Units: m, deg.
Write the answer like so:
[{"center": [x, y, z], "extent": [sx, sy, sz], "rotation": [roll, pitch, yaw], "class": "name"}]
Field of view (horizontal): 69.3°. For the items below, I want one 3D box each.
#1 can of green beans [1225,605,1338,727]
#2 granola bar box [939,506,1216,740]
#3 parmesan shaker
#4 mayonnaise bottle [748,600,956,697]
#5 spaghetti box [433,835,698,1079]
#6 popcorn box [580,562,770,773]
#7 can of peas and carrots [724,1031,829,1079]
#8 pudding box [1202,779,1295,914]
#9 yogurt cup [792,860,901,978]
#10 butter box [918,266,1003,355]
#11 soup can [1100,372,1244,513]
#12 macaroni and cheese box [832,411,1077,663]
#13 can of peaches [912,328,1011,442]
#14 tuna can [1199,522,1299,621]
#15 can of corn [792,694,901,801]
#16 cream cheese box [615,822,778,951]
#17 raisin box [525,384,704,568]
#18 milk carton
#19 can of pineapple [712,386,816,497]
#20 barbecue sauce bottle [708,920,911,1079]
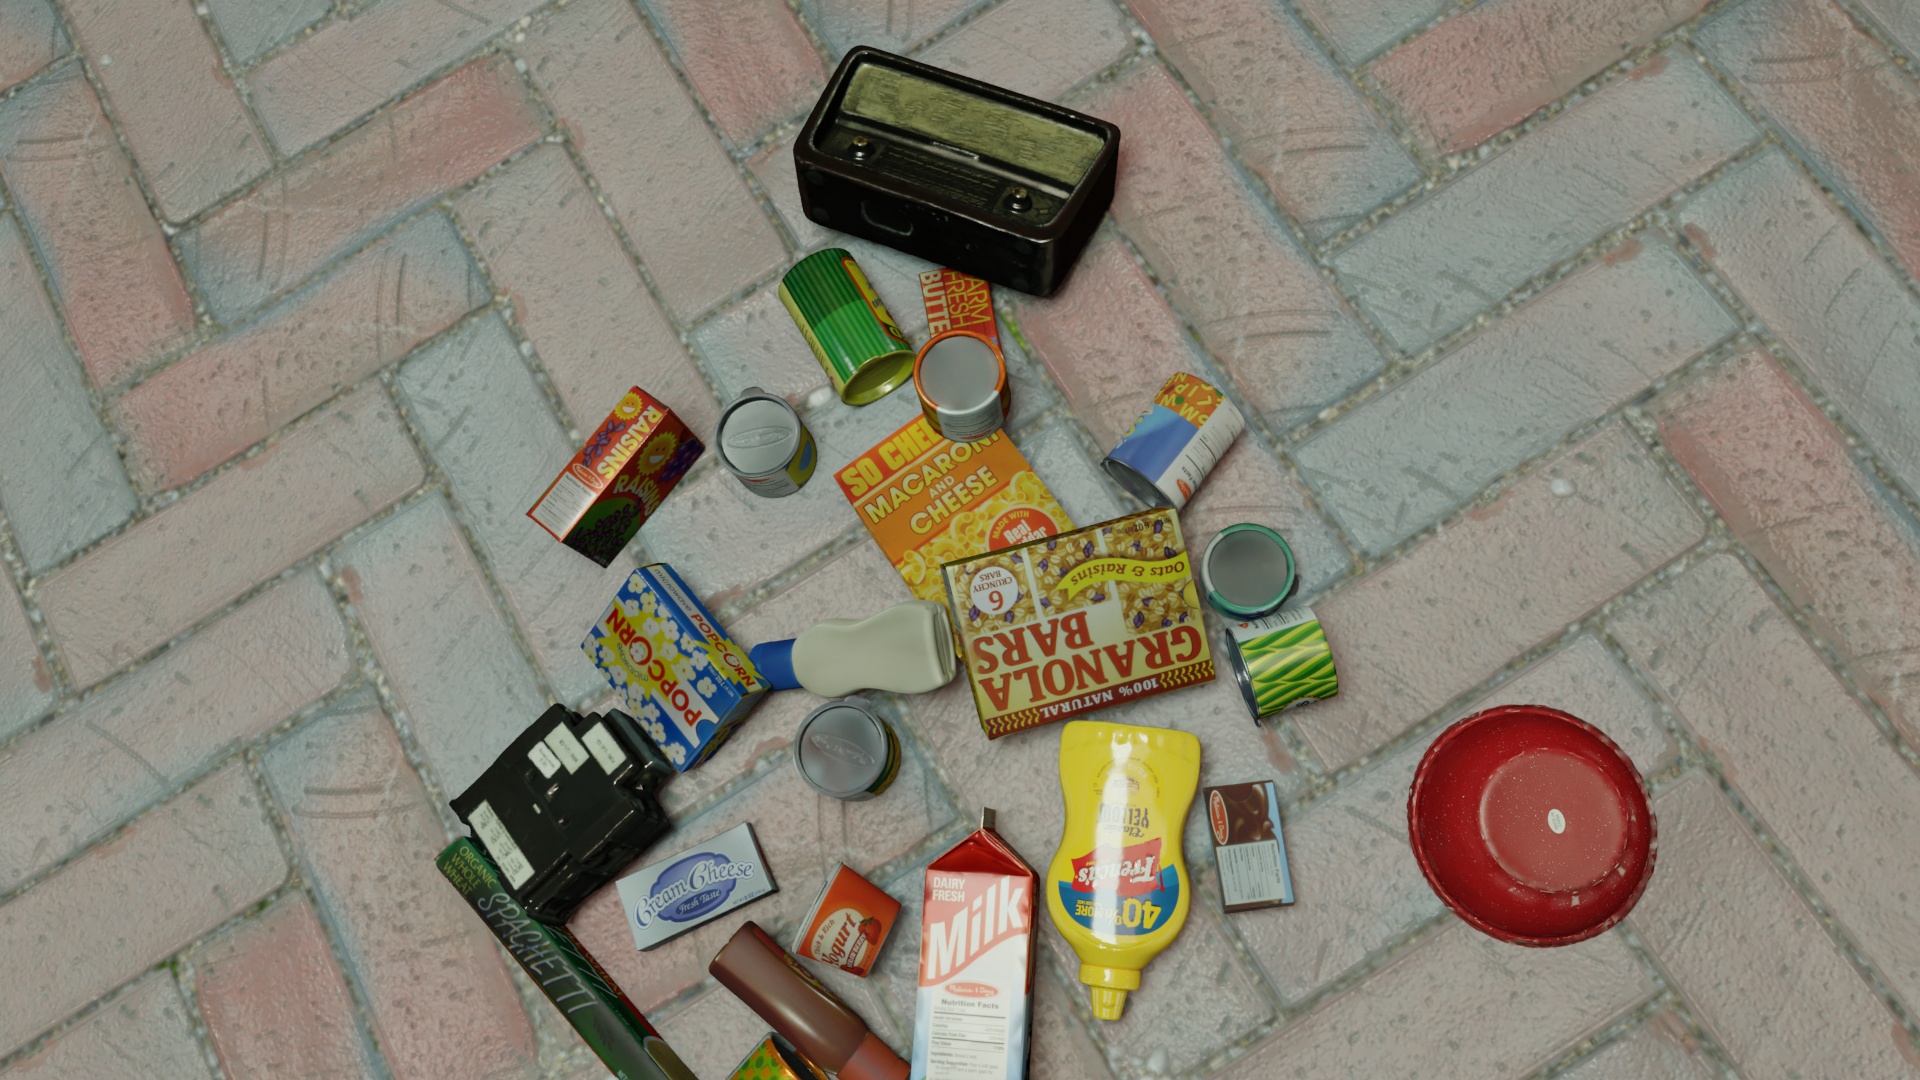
[{"center": [0.220, 0.083, 0.951], "extent": [0.058, 0.071, 0.071], "rotation": [-17, 74, 2], "class": "can of green beans"}, {"center": [0.081, 0.056, 0.959], "extent": [0.166, 0.039, 0.124], "rotation": [-15, 94, -5], "class": "granola bar box"}, {"center": [-0.086, -0.163, 1.051], "extent": [0.071, 0.071, 0.103], "rotation": [-31, 74, -1], "class": "parmesan shaker"}, {"center": [-0.078, 0.081, 0.982], "extent": [0.148, 0.041, 0.064], "rotation": [-9, 91, 23], "class": "mayonnaise bottle"}, {"center": [-0.271, 0.302, 0.962], "extent": [0.250, 0.050, 0.029], "rotation": [43, 83, 15], "class": "spaghetti box"}, {"center": [-0.207, 0.090, 0.998], "extent": [0.127, 0.038, 0.085], "rotation": [47, 114, 16], "class": "popcorn box"}, {"center": [-0.121, 0.371, 0.917], "extent": [0.071, 0.071, 0.059], "rotation": [41, 83, 15], "class": "can of peas and carrots"}, {"center": [0.195, 0.207, 0.940], "extent": [0.050, 0.030, 0.084], "rotation": [-9, 74, 6], "class": "pudding box"}, {"center": [-0.075, 0.260, 0.943], "extent": [0.054, 0.072, 0.072], "rotation": [26, 80, 5], "class": "yogurt cup"}, {"center": [0.002, -0.161, 1.064], "extent": [0.053, 0.024, 0.104], "rotation": [-11, 74, 4], "class": "butter box"}, {"center": [0.152, -0.070, 1.001], "extent": [0.071, 0.071, 0.084], "rotation": [37, 82, 14], "class": "soup can"}, {"center": [0.004, -0.013, 1.016], "extent": [0.124, 0.040, 0.167], "rotation": [-35, 74, -3], "class": "macaroni and cheese box"}, {"center": [0.000, -0.112, 0.991], "extent": [0.071, 0.058, 0.071], "rotation": [-1, 75, 5], "class": "can of peaches"}, {"center": [0.206, 0.023, 0.985], "extent": [0.071, 0.032, 0.071], "rotation": [-2, 75, 7], "class": "tuna can"}, {"center": [-0.077, 0.147, 0.975], "extent": [0.071, 0.058, 0.071], "rotation": [-2, 75, 7], "class": "can of corn"}, {"center": [-0.186, 0.244, 0.980], "extent": [0.104, 0.024, 0.053], "rotation": [-25, 73, 0], "class": "cream cheese box"}, {"center": [-0.253, -0.046, 1.033], "extent": [0.040, 0.086, 0.123], "rotation": [36, 82, 16], "class": "raisin box"}, {"center": [0.013, 0.274, 0.923], "extent": [0.073, 0.072, 0.191], "rotation": [2, 77, 8], "class": "milk carton"}, {"center": [-0.145, -0.072, 1.041], "extent": [0.071, 0.057, 0.071], "rotation": [-2, 75, 6], "class": "can of pineapple"}, {"center": [-0.101, 0.319, 0.932], "extent": [0.148, 0.064, 0.044], "rotation": [39, 71, 6], "class": "barbecue sauce bottle"}]
